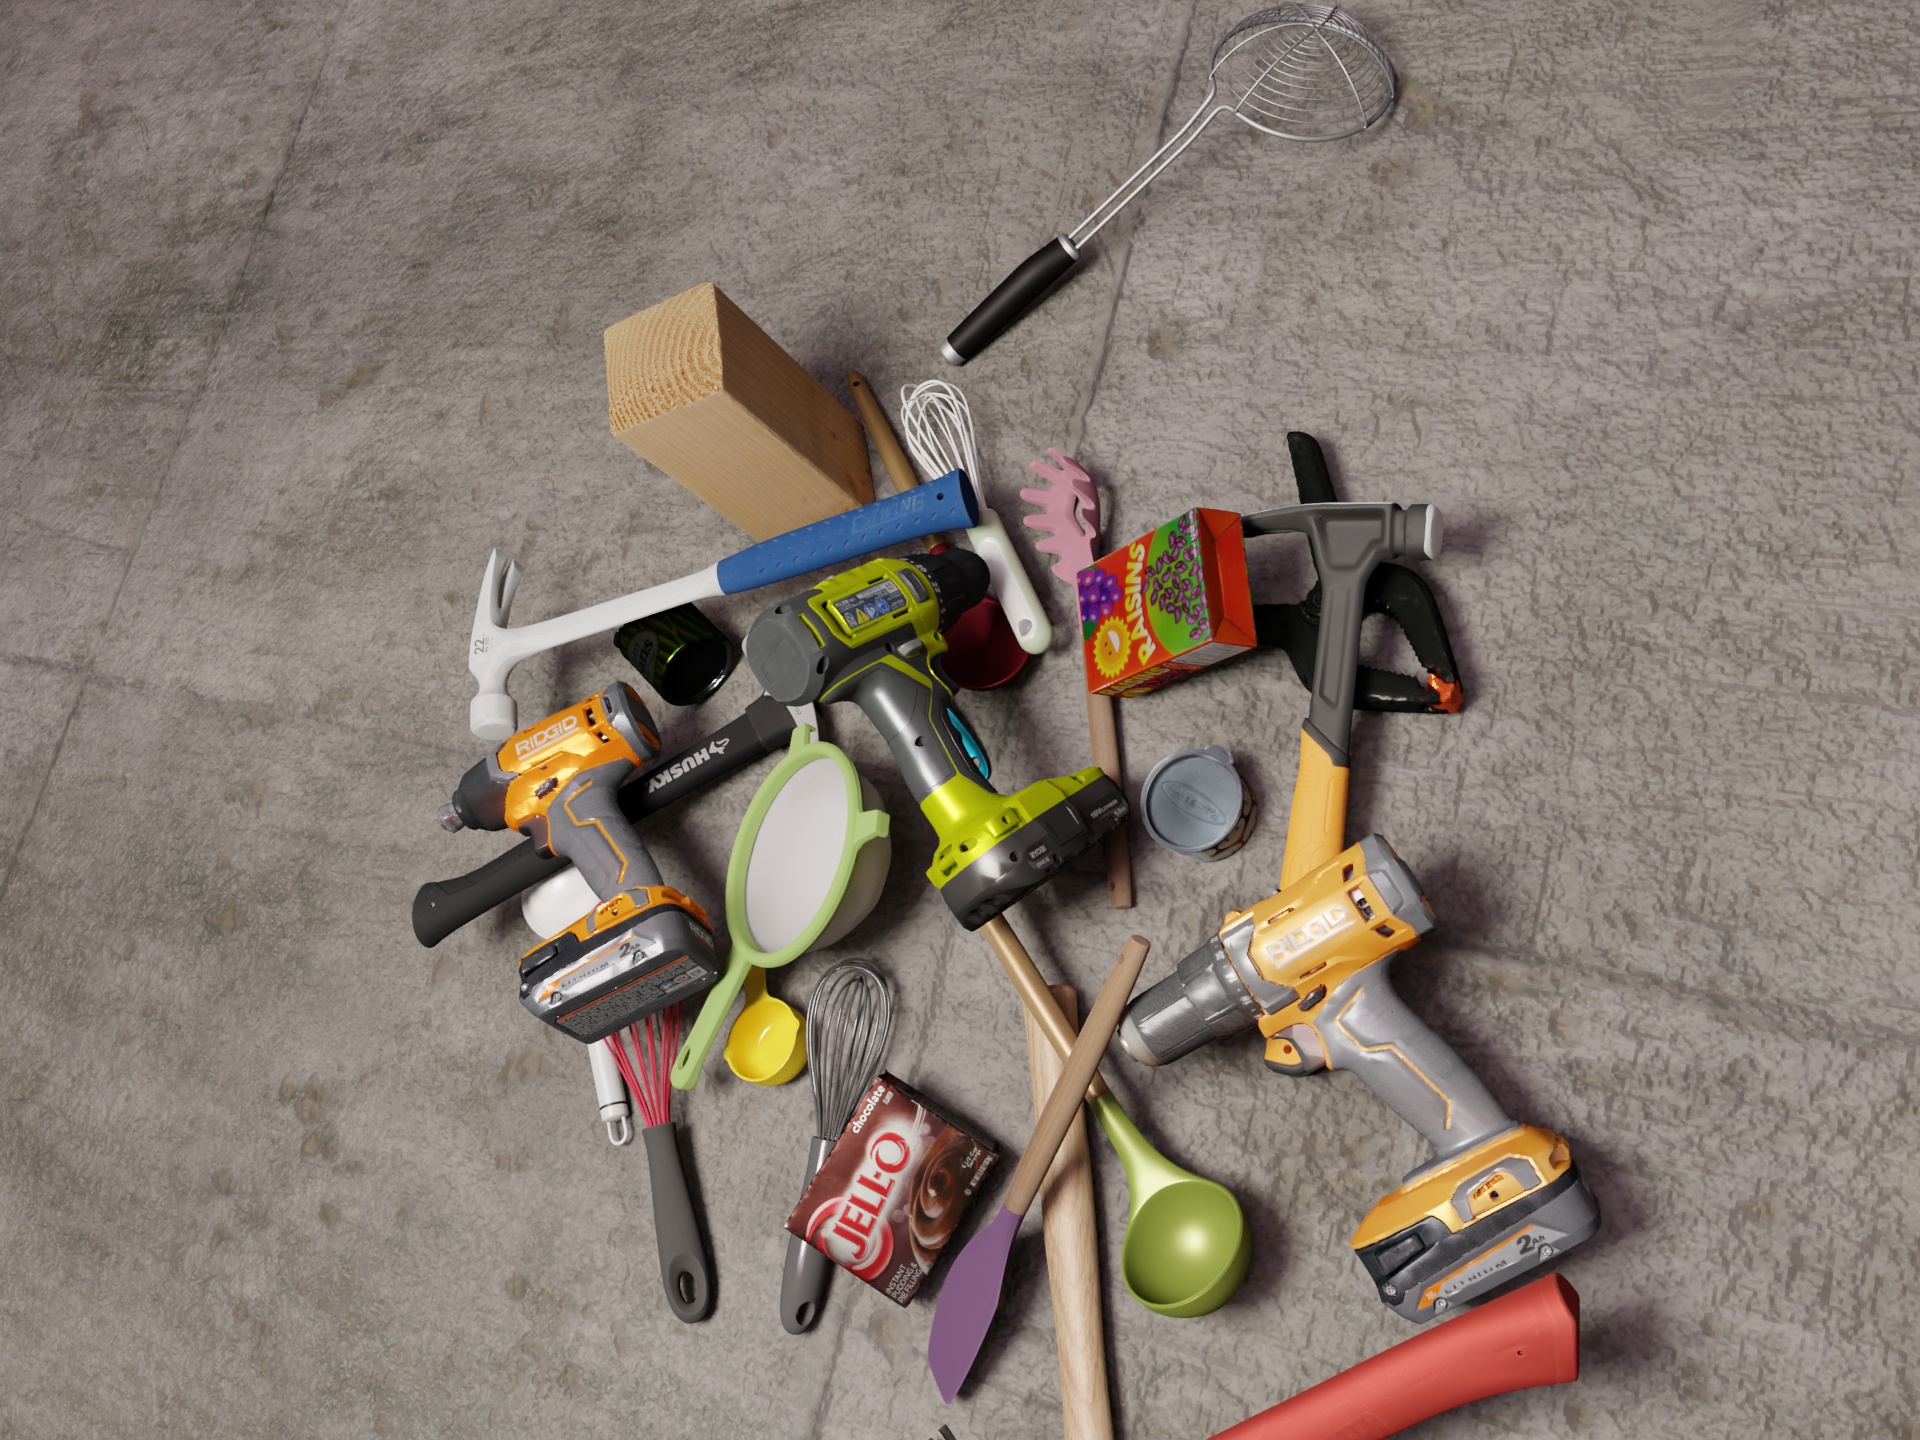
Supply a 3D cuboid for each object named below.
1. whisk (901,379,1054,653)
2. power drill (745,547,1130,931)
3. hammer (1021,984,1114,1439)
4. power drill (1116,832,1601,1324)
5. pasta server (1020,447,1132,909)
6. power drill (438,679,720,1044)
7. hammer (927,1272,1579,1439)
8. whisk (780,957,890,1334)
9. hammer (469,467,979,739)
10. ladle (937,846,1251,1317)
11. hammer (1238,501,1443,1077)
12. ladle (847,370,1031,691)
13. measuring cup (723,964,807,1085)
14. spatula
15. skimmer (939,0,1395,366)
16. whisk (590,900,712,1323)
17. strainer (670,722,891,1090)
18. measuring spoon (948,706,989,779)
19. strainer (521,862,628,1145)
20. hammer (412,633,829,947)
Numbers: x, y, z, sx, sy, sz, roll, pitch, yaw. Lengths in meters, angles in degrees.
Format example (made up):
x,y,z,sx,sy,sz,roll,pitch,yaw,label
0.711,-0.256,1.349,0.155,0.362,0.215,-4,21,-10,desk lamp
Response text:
x,y,z,sx,sy,sz,roll,pitch,yaw,label
0.011,-0.146,1.110,0.058,0.059,0.247,-41,57,29,whisk
-0.002,-0.003,0.986,0.228,0.190,0.080,54,135,8,power drill
0.065,0.323,0.938,0.130,0.031,0.332,-14,67,22,hammer
0.206,0.200,0.853,0.185,0.084,0.226,-33,74,13,power drill
0.083,-0.032,1.048,0.060,0.040,0.316,-33,57,53,pasta server
-0.264,0.097,1.076,0.164,0.084,0.227,-27,58,3,power drill
0.149,0.366,0.813,0.359,0.036,0.149,-37,77,20,hammer
-0.087,0.272,1.026,0.055,0.055,0.239,4,78,28,whisk
-0.180,-0.104,1.135,0.405,0.035,0.144,-16,65,18,hammer
0.065,0.198,0.935,0.078,0.062,0.320,-37,65,8,ladle
0.204,0.037,0.935,0.127,0.034,0.337,3,83,32,hammer
-0.026,-0.142,1.149,0.069,0.031,0.316,-25,60,0,ladle
-0.135,0.179,1.100,0.062,0.029,0.157,-26,51,18,measuring cup
0.040,0.258,0.916,0.316,0.018,0.060,-67,27,18,spatula
0.139,-0.370,1.142,0.363,0.090,0.127,-38,62,22,skimmer
-0.209,0.258,1.086,0.073,0.073,0.296,-22,70,19,whisk
-0.112,0.140,1.054,0.256,0.069,0.152,-63,33,11,strainer
-0.016,-0.006,1.106,0.042,0.021,0.129,-40,69,9,measuring spoon
-0.272,0.181,1.158,0.087,0.050,0.259,-19,67,4,strainer
-0.246,0.070,1.145,0.335,0.035,0.146,-30,63,1,hammer
